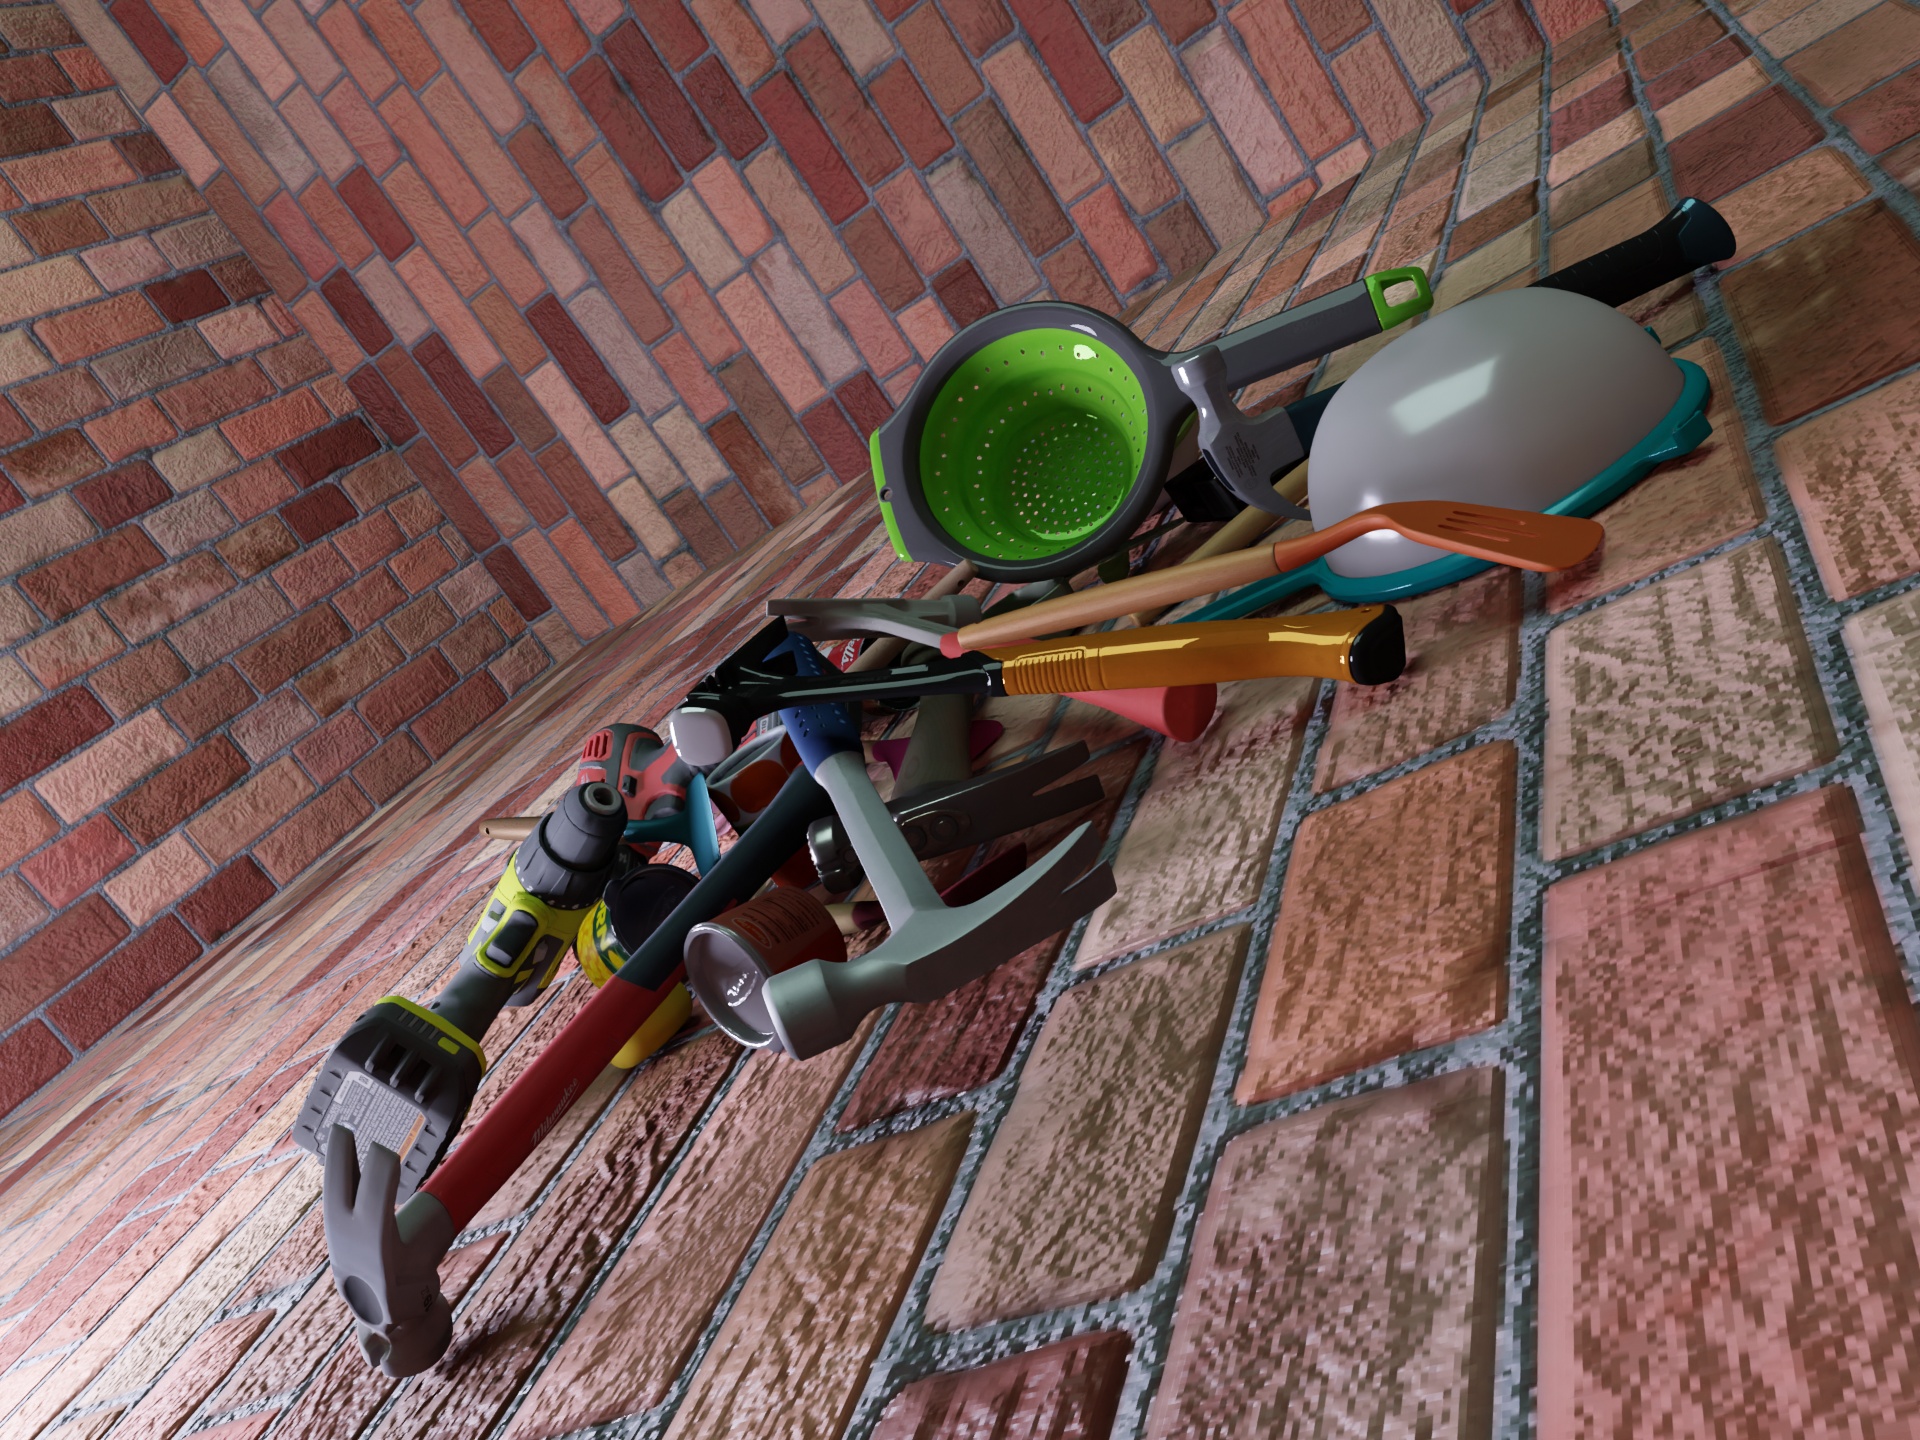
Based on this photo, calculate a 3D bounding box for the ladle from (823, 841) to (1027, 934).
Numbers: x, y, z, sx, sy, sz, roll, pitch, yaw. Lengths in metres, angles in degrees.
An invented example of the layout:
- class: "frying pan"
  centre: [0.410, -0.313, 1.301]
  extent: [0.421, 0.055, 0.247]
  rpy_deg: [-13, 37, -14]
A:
- class: "ladle"
  centre: [-0.065, 0.103, 0.826]
  extent: [0.069, 0.031, 0.315]
  rpy_deg: [-27, 5, -36]

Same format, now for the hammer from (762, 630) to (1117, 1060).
- class: "hammer"
  centre: [-0.051, 0.026, 0.776]
  extent: [0.144, 0.035, 0.406]
  rpy_deg: [-23, 23, -6]

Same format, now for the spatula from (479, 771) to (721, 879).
- class: "spatula"
  centre: [-0.238, 0.073, 1.036]
  extent: [0.317, 0.082, 0.044]
  rpy_deg: [-3, 9, 44]

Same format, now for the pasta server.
- class: "pasta server"
  centre: [-0.103, -0.011, 1.145]
  extent: [0.316, 0.060, 0.040]
  rpy_deg: [-43, 46, 20]

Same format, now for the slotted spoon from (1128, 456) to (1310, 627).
- class: "slotted spoon"
  centre: [0.226, -0.160, 1.033]
  extent: [0.314, 0.031, 0.070]
  rpy_deg: [-40, 21, -12]

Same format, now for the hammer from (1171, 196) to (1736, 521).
- class: "hammer"
  centre: [0.295, -0.219, 0.928]
  extent: [0.331, 0.128, 0.033]
  rpy_deg: [-26, 14, 0]

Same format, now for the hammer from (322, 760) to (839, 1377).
- class: "hammer"
  centre: [-0.157, 0.120, 0.771]
  extent: [0.038, 0.143, 0.386]
  rpy_deg: [20, 39, 16]

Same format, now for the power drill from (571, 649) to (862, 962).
- class: "power drill"
  centre: [-0.179, 0.056, 1.079]
  extent: [0.226, 0.080, 0.188]
  rpy_deg: [-25, 45, 25]

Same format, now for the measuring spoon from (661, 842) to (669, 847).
- class: "measuring spoon"
  centre: [-0.194, 0.075, 1.257]
  extent: [0.124, 0.018, 0.034]
  rpy_deg: [-35, 12, 30]

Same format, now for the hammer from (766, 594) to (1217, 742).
- class: "hammer"
  centre: [0.018, -0.038, 0.911]
  extent: [0.149, 0.036, 0.359]
  rpy_deg: [-4, 12, -27]

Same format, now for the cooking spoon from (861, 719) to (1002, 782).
- class: "cooking spoon"
  centre: [-0.068, 0.022, 1.111]
  extent: [0.069, 0.017, 0.319]
  rpy_deg: [-41, 18, -26]

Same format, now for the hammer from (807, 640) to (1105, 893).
- class: "hammer"
  centre: [-0.002, -0.003, 0.966]
  extent: [0.146, 0.038, 0.411]
  rpy_deg: [-19, 14, 5]

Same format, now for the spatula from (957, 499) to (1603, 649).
- class: "spatula"
  centre: [0.133, -0.064, 0.762]
  extent: [0.322, 0.041, 0.081]
  rpy_deg: [-12, 13, 35]

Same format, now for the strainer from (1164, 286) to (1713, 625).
- class: "strainer"
  centre: [0.205, -0.131, 0.838]
  extent: [0.340, 0.095, 0.211]
  rpy_deg: [-26, 16, 26]

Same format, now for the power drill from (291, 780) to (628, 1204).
- class: "power drill"
  centre: [-0.279, 0.149, 0.936]
  extent: [0.190, 0.080, 0.229]
  rpy_deg: [-53, 6, 37]

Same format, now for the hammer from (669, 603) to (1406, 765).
- class: "hammer"
  centre: [0.036, -0.026, 0.753]
  extent: [0.337, 0.034, 0.127]
  rpy_deg: [-4, 22, 19]

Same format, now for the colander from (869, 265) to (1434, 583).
- class: "colander"
  centre: [0.135, -0.212, 1.113]
  extent: [0.397, 0.205, 0.094]
  rpy_deg: [-19, -17, 18]

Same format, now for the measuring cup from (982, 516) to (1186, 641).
- class: "measuring cup"
  centre: [0.088, -0.088, 1.102]
  extent: [0.167, 0.038, 0.083]
  rpy_deg: [-27, 14, 3]

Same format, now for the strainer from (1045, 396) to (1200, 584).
- class: "strainer"
  centre: [0.136, -0.170, 1.234]
  extent: [0.151, 0.069, 0.257]
  rpy_deg: [-26, 33, 27]

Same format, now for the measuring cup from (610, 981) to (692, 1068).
- class: "measuring cup"
  centre: [-0.192, 0.177, 0.897]
  extent: [0.062, 0.029, 0.156]
  rpy_deg: [-43, 4, -32]
